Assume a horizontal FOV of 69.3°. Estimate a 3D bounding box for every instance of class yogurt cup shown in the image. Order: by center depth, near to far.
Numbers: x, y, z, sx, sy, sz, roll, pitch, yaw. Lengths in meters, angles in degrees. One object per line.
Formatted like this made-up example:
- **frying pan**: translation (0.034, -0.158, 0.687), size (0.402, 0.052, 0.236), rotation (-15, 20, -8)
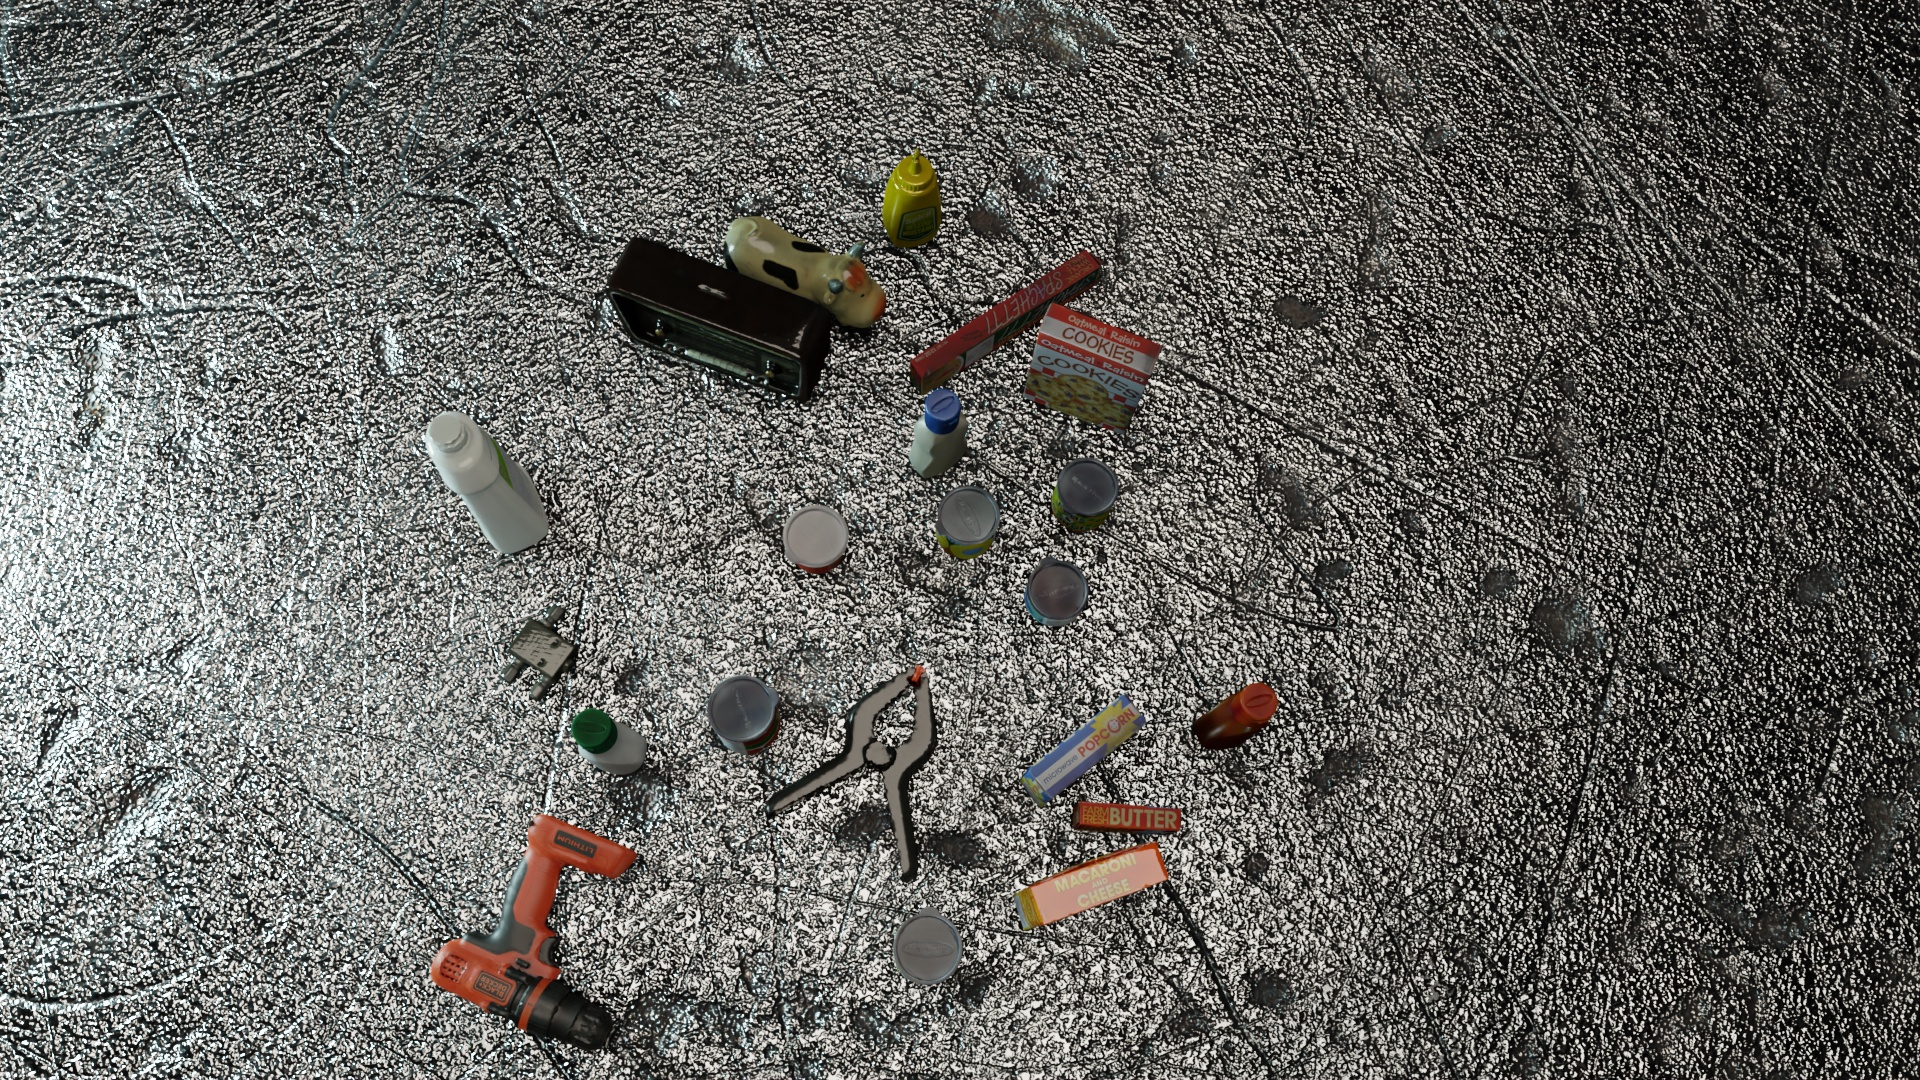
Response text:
- **yogurt cup**: translation (-0.151, 0.002, 1.461), size (0.072, 0.053, 0.072), rotation (1, 72, -3)

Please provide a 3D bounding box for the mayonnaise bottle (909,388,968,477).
- **mayonnaise bottle**: translation (-0.021, -0.114, 1.458), size (0.065, 0.147, 0.041), rotation (-34, 77, -13)

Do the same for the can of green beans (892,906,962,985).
- **can of green beans**: translation (-0.032, 0.393, 1.337), size (0.071, 0.057, 0.071), rotation (1, 72, -3)

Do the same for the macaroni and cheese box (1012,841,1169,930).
- **macaroni and cheese box**: translation (0.119, 0.327, 1.311), size (0.124, 0.166, 0.040), rotation (-18, 74, -9)

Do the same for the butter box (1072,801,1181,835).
- **butter box**: translation (0.165, 0.279, 1.389), size (0.103, 0.053, 0.024), rotation (4, 72, -2)

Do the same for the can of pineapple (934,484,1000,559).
- **can of pineapple**: translation (0.005, -0.018, 1.475), size (0.071, 0.057, 0.071), rotation (1, 72, -3)

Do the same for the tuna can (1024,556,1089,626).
- **tuna can**: translation (0.100, 0.054, 1.470), size (0.071, 0.032, 0.071), rotation (1, 72, -3)

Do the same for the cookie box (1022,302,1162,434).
- **cookie box**: translation (0.138, -0.181, 1.479), size (0.123, 0.167, 0.040), rotation (22, 72, 4)

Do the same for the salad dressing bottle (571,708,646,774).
- **salad dressing bottle**: translation (-0.341, 0.193, 1.337), size (0.064, 0.147, 0.044), rotation (10, 72, 0)

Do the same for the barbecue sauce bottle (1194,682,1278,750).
- **barbecue sauce bottle**: translation (0.278, 0.174, 1.380), size (0.065, 0.148, 0.044), rotation (-15, 74, -8)

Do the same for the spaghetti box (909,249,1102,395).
- **spaghetti box**: translation (0.051, -0.245, 1.557), size (0.251, 0.050, 0.029), rotation (-34, 77, -13)

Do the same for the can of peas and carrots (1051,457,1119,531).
- **can of peas and carrots**: translation (0.132, -0.047, 1.492), size (0.071, 0.058, 0.071), rotation (1, 72, -3)

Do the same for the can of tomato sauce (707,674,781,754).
- **can of tomato sauce**: translation (-0.213, 0.174, 1.385), size (0.071, 0.083, 0.071), rotation (1, 72, -3)

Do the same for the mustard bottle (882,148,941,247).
- **mustard bottle**: translation (-0.053, -0.382, 1.538), size (0.065, 0.159, 0.049), rotation (-17, 74, -9)

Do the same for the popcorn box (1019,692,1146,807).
- **popcorn box**: translation (0.122, 0.212, 1.392), size (0.127, 0.085, 0.038), rotation (-36, 78, -14)
